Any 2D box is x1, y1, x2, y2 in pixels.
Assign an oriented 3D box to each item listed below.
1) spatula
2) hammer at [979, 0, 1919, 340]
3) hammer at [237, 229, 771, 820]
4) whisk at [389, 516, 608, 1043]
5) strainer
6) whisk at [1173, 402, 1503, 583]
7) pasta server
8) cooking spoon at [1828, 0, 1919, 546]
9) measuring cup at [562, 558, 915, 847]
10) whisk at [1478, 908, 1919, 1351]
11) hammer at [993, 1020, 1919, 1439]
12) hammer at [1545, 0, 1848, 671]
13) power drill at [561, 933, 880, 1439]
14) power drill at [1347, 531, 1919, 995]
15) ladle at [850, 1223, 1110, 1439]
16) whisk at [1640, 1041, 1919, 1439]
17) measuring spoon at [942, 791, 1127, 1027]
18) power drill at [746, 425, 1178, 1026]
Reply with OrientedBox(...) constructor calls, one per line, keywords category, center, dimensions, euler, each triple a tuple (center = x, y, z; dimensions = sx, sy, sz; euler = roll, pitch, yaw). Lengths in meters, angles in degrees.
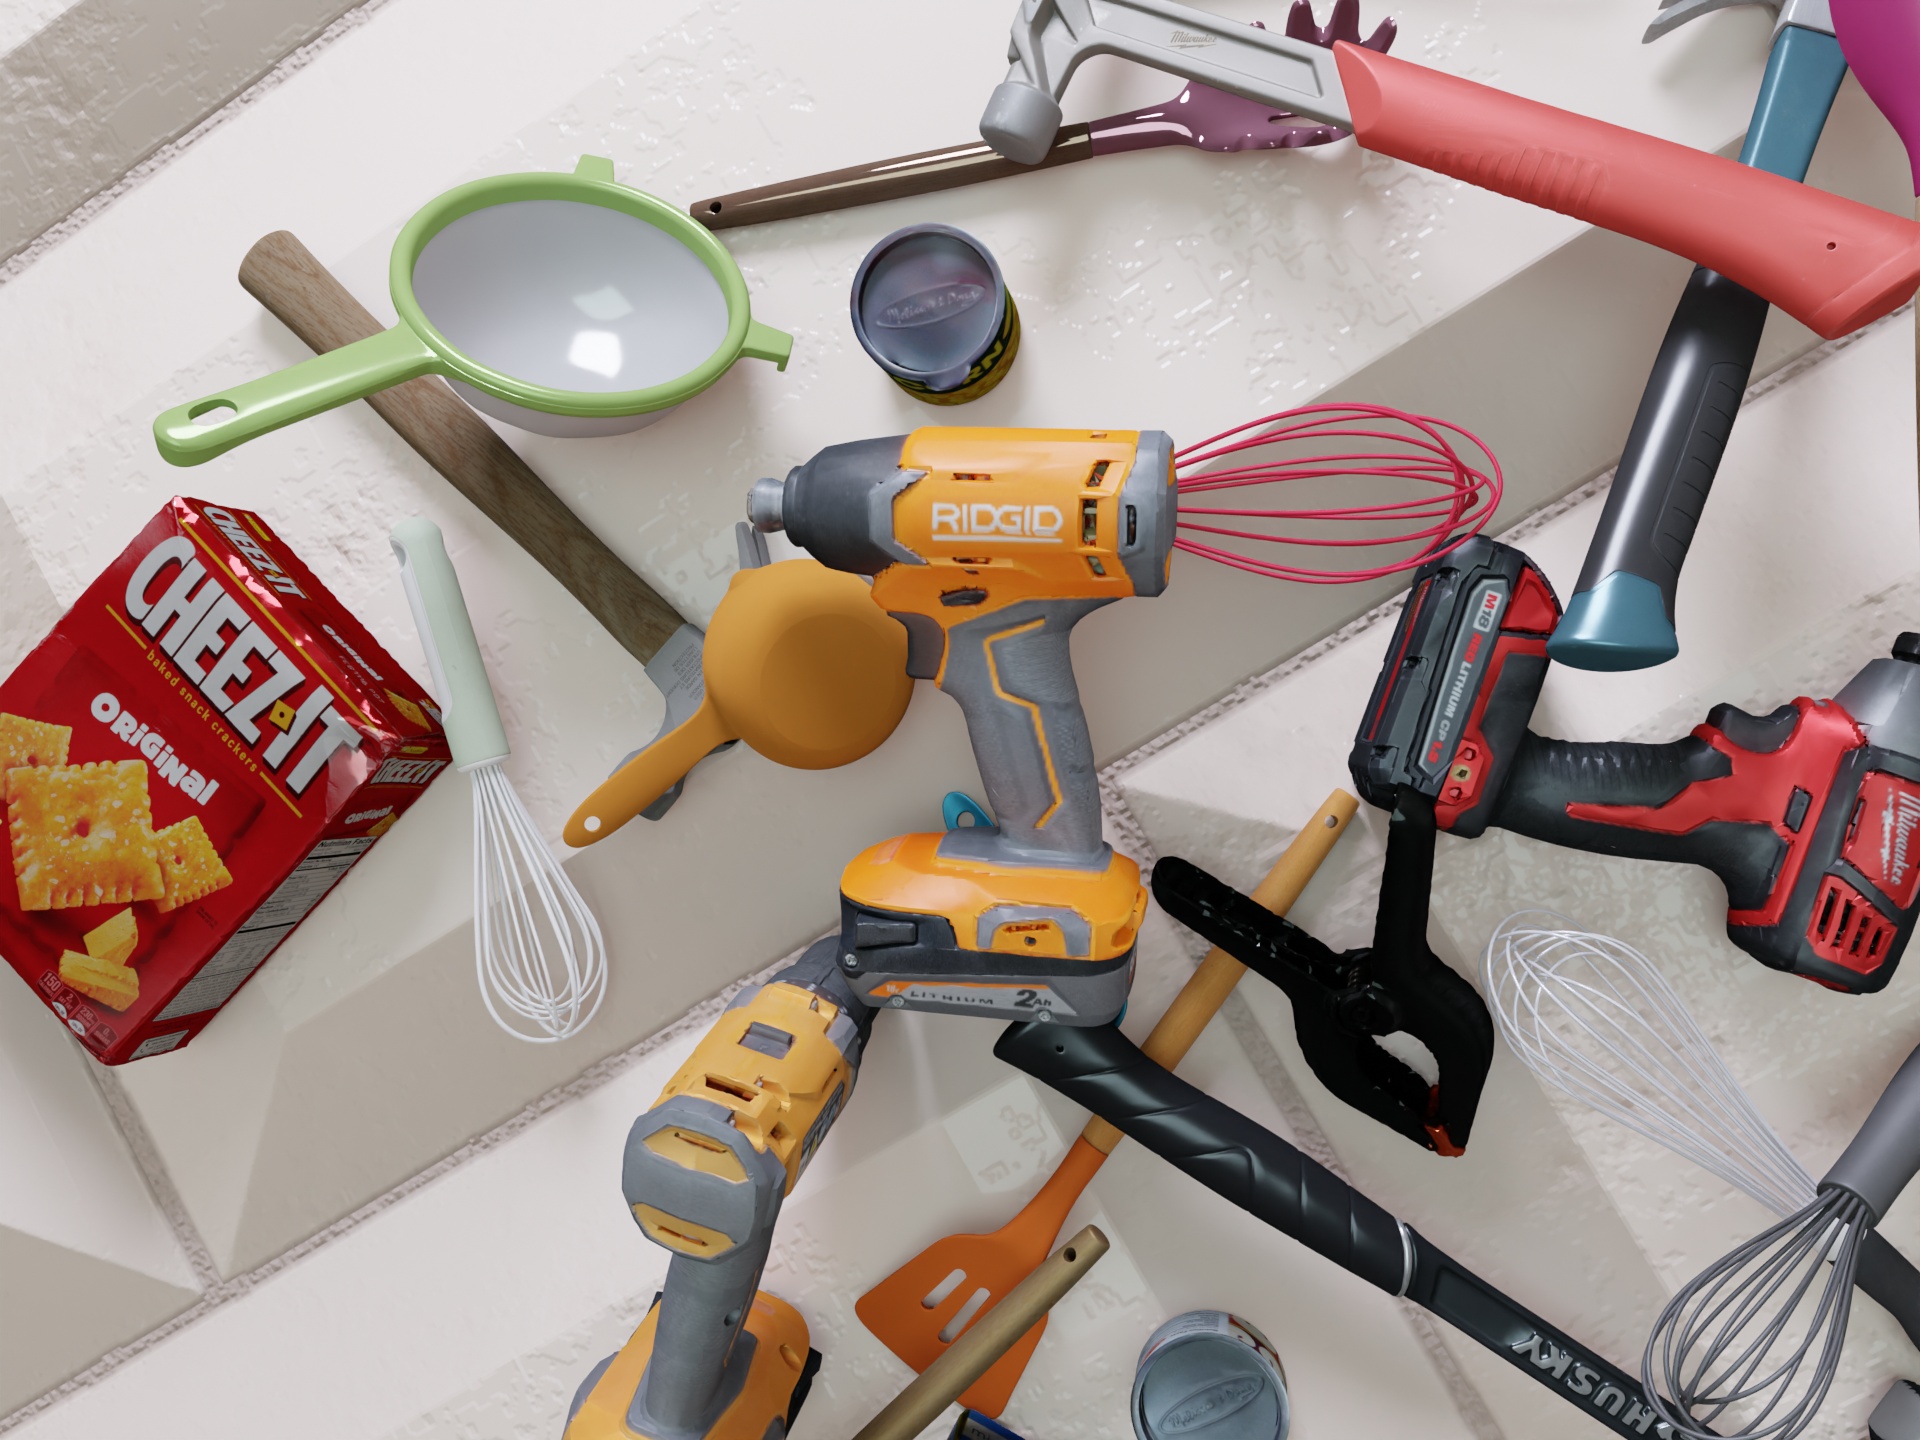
OrientedBox(category="spatula", center=(0.073, 0.163, 0.693), dimensions=(0.081, 0.041, 0.322), euler=(36, 91, 6))
OrientedBox(category="hammer", center=(0.187, -0.239, 0.611), dimensions=(0.359, 0.036, 0.149), euler=(27, 92, 20))
OrientedBox(category="hammer", center=(-0.213, -0.113, 0.740), dimensions=(0.331, 0.031, 0.130), euler=(44, 97, 8))
OrientedBox(category="whisk", center=(-0.214, 0.027, 0.719), dimensions=(0.059, 0.058, 0.246), euler=(-17, 91, -32))
OrientedBox(category="strainer", center=(-0.208, -0.144, 0.670), dimensions=(0.256, 0.069, 0.151), euler=(-33, 69, -33))
OrientedBox(category="whisk", center=(0.068, -0.090, 0.655), dimensions=(0.296, 0.073, 0.073), euler=(1, 90, 26))
OrientedBox(category="pasta server", center=(0.029, -0.253, 0.696), dimensions=(0.316, 0.040, 0.060), euler=(-7, 83, 11))
OrientedBox(category="cooking spoon", center=(0.357, -0.165, 0.578), dimensions=(0.069, 0.017, 0.319), euler=(-2, 96, 25))
OrientedBox(category="measuring cup", center=(-0.095, 0.004, 0.676), dimensions=(0.173, 0.052, 0.095), euler=(-39, 114, -9))
OrientedBox(category="whisk", center=(0.322, 0.179, 0.635), dimensions=(0.284, 0.070, 0.070), euler=(41, 96, 2))
OrientedBox(category="hammer", center=(0.193, 0.234, 0.648), dimensions=(0.409, 0.036, 0.149), euler=(32, 96, 4))
OrientedBox(category="hammer", center=(0.297, -0.166, 0.611), dimensions=(0.128, 0.033, 0.331), euler=(22, 78, 10))
OrientedBox(category="power drill", center=(-0.089, 0.209, 0.665), dimensions=(0.084, 0.185, 0.226), euler=(17, 111, 9))
OrientedBox(category="power drill", center=(0.280, 0.007, 0.633), dimensions=(0.219, 0.078, 0.143), euler=(20, 93, 7))
OrientedBox(category="ladle", center=(-0.048, 0.330, 0.686), dimensions=(0.320, 0.062, 0.078), euler=(-45, 49, 7))
OrientedBox(category="whisk", center=(0.332, 0.178, 0.588), dimensions=(0.239, 0.055, 0.055), euler=(-37, 83, -24))
OrientedBox(category="measuring spoon", center=(0.031, 0.086, 0.707), dimensions=(0.042, 0.021, 0.129), euler=(-35, 75, 9))
OrientedBox(category="power drill", center=(-0.001, -0.002, 0.625), dimensions=(0.164, 0.084, 0.226), euler=(4, 107, 11))
